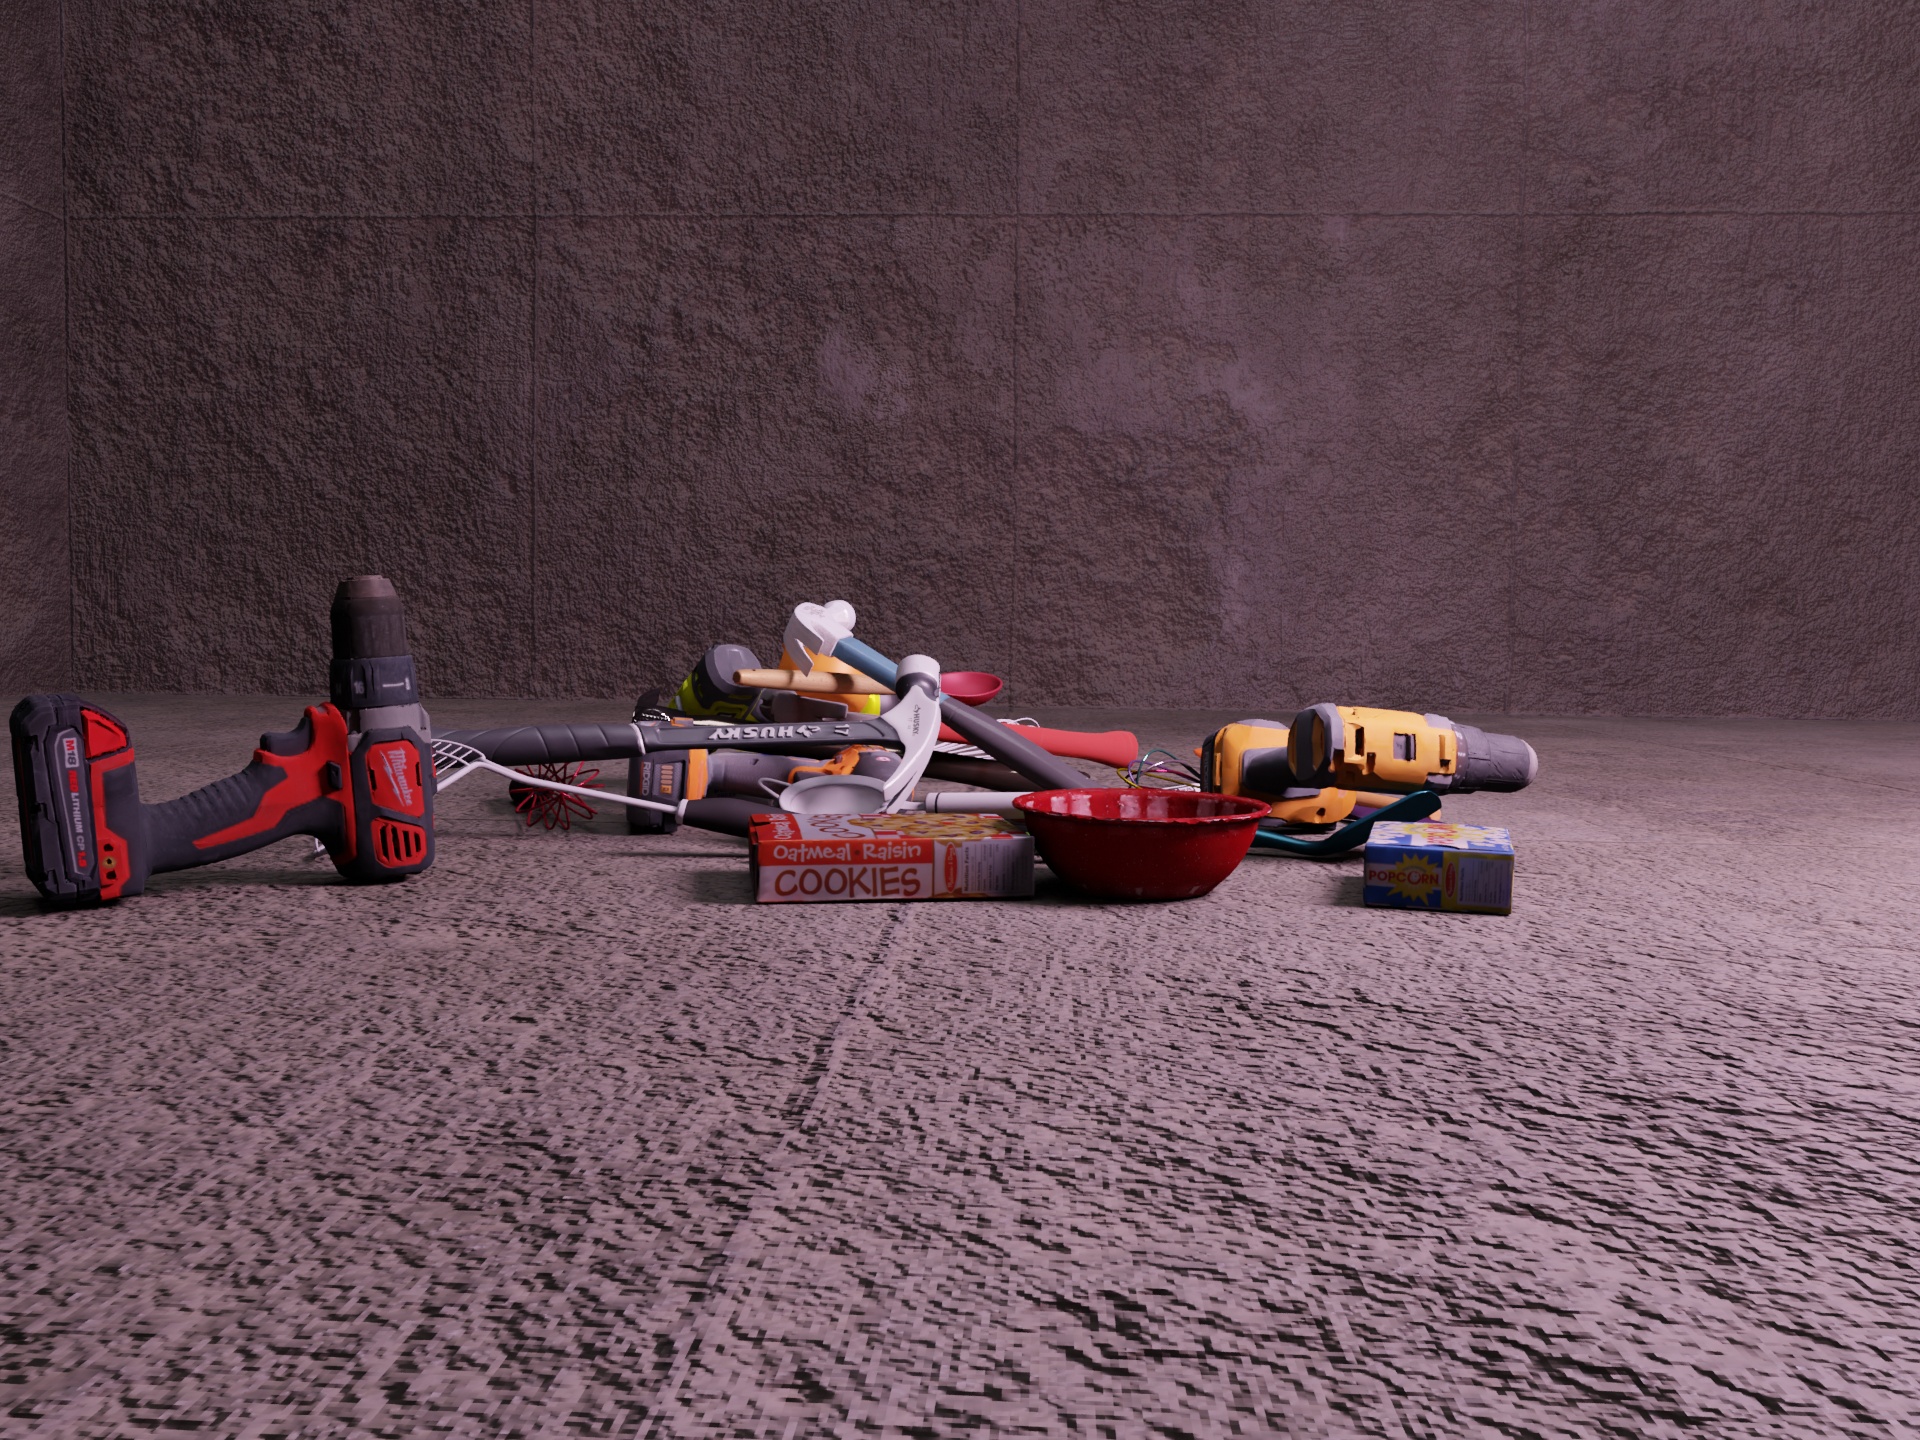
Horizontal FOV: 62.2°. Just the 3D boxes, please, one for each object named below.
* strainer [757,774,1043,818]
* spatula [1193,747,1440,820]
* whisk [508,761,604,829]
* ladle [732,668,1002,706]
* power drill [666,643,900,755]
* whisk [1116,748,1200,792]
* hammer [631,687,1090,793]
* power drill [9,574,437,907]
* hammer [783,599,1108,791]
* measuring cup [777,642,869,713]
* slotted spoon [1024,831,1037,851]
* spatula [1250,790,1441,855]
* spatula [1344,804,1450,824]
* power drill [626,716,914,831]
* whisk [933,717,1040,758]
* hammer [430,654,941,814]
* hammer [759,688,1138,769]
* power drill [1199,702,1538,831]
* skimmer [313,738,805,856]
[{"bbox_3d":[-0.026,0.064,1.145,0.258,0.050,0.087,-1,20,20],"label":"strainer"},{"bbox_3d":[0.336,0.059,1.492,0.081,0.041,0.323,0,4,-25],"label":"spatula"},{"bbox_3d":[-0.346,0.055,1.316,0.073,0.073,0.296,-1,-3,-21],"label":"whisk"},{"bbox_3d":[-0.074,-0.031,1.351,0.069,0.031,0.315,16,9,38],"label":"ladle"},{"bbox_3d":[-0.192,0.005,1.602,0.228,0.080,0.190,4,-36,-35],"label":"power drill"},{"bbox_3d":[0.203,0.057,1.342,0.047,0.051,0.244,-2,-7,36],"label":"whisk"},{"bbox_3d":[-0.087,0.028,1.427,0.410,0.038,0.146,10,8,-10],"label":"hammer"},{"bbox_3d":[-0.426,0.012,0.940,0.226,0.188,0.080,-6,6,-35],"label":"power drill"},{"bbox_3d":[-0.002,-0.004,1.279,0.331,0.033,0.128,31,19,15],"label":"hammer"},{"bbox_3d":[-0.121,-0.018,1.471,0.095,0.052,0.173,12,-26,7],"label":"measuring cup"},{"bbox_3d":[0.018,0.086,1.098,0.313,0.031,0.070,-1,3,-6],"label":"slotted spoon"},{"bbox_3d":[0.188,0.074,1.172,0.317,0.044,0.082,0,-12,23],"label":"spatula"},{"bbox_3d":[0.321,0.076,1.399,0.059,0.018,0.316,3,3,-27],"label":"spatula"},{"bbox_3d":[-0.150,0.048,1.269,0.226,0.084,0.164,4,3,-12],"label":"power drill"},{"bbox_3d":[-0.024,0.039,1.651,0.284,0.070,0.070,-7,8,-39],"label":"whisk"},{"bbox_3d":[-0.219,0.018,1.168,0.409,0.036,0.149,-3,40,4],"label":"hammer"},{"bbox_3d":[0.012,0.011,1.395,0.358,0.037,0.149,7,4,-32],"label":"hammer"},{"bbox_3d":[0.302,0.036,1.205,0.185,0.084,0.226,5,-10,-16],"label":"power drill"},{"bbox_3d":[-0.259,0.080,1.106,0.363,0.090,0.127,11,8,-4],"label":"skimmer"}]
